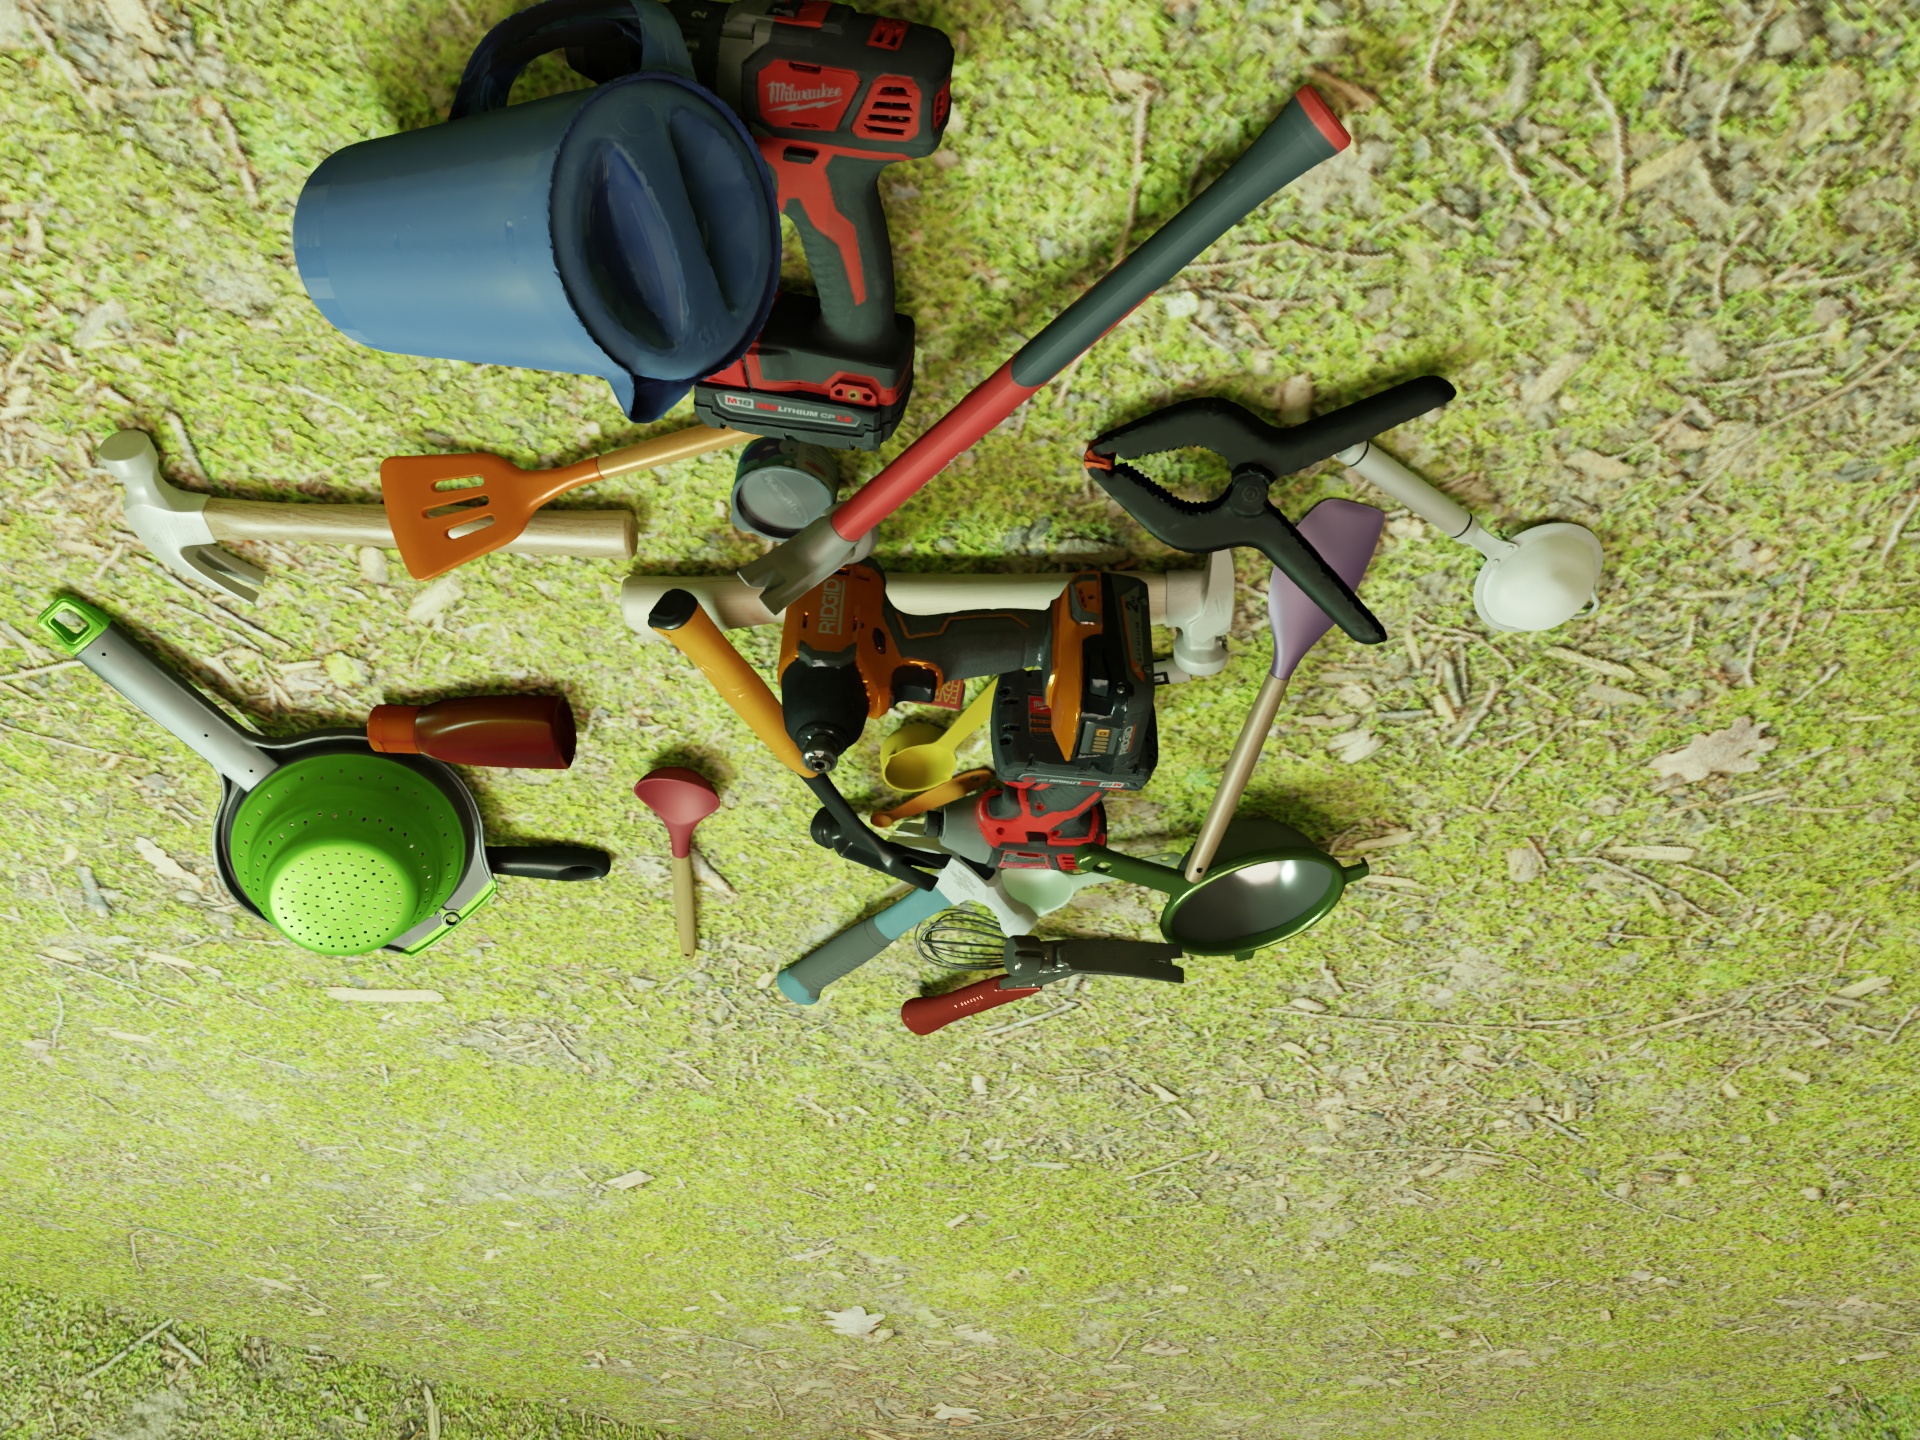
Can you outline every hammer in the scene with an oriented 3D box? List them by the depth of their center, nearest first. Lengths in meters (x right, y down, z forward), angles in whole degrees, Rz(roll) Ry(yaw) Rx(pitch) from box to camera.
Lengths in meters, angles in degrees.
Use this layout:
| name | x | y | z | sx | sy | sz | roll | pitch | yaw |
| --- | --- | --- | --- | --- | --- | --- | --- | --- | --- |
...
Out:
| name | x | y | z | sx | sy | sz | roll | pitch | yaw |
| --- | --- | --- | --- | --- | --- | --- | --- | --- | --- |
| hammer | 0.037 | -0.188 | 0.844 | 0.386 | 0.143 | 0.038 | -37 | 96 | 27 |
| hammer | -0.379 | -0.126 | 1.047 | 0.331 | 0.031 | 0.130 | 3 | 141 | 1 |
| hammer | -0.025 | -0.089 | 1.059 | 0.410 | 0.038 | 0.146 | 0 | 140 | 5 |
| hammer | -0.120 | 0.019 | 1.142 | 0.127 | 0.034 | 0.336 | 18 | 156 | 34 |
| hammer | 0.043 | 0.233 | 1.374 | 0.149 | 0.037 | 0.359 | 7 | 160 | -22 |
| hammer | -0.070 | 0.183 | 1.375 | 0.128 | 0.033 | 0.331 | 48 | 138 | -4 |

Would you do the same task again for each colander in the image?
| name | x | y | z | sx | sy | sz | roll | pitch | yaw |
| --- | --- | --- | --- | --- | --- | --- | --- | --- | --- |
| colander | -0.526 | 0.062 | 1.201 | 0.204 | 0.095 | 0.396 | -38 | 120 | 6 |

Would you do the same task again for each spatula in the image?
| name | x | y | z | sx | sy | sz | roll | pitch | yaw |
| --- | --- | --- | --- | --- | --- | --- | --- | --- | --- |
| spatula | -0.202 | -0.161 | 0.977 | 0.322 | 0.041 | 0.081 | -13 | 95 | 15 |
| spatula | 0.207 | -0.011 | 1.087 | 0.059 | 0.018 | 0.315 | 11 | 123 | -8 |

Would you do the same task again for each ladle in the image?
| name | x | y | z | sx | sy | sz | roll | pitch | yaw |
| --- | --- | --- | --- | --- | --- | --- | --- | --- | --- |
| ladle | -0.236 | 0.127 | 1.355 | 0.069 | 0.031 | 0.315 | 8 | 143 | -1 |

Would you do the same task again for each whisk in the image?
| name | x | y | z | sx | sy | sz | roll | pitch | yaw |
| --- | --- | --- | --- | --- | --- | --- | --- | --- | --- |
| whisk | -0.444 | 0.114 | 1.337 | 0.295 | 0.073 | 0.073 | 4 | 142 | -10 |
| whisk | 0.076 | 0.203 | 1.413 | 0.239 | 0.055 | 0.055 | 8 | 141 | -13 |

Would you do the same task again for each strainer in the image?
| name | x | y | z | sx | sy | sz | roll | pitch | yaw |
| --- | --- | --- | --- | --- | --- | --- | --- | --- | --- |
| strainer | 0.320 | -0.115 | 0.996 | 0.258 | 0.050 | 0.087 | 28 | 120 | -23 |
| strainer | 0.183 | 0.110 | 1.240 | 0.256 | 0.069 | 0.151 | 17 | 133 | -34 |

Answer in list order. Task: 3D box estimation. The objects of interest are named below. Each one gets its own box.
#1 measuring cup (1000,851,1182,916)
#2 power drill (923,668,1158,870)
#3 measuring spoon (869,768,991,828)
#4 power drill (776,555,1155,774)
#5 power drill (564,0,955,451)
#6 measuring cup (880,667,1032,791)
| name | x | y | z | sx | sy | sz | roll | pitch | yaw |
| --- | --- | --- | --- | --- | --- | --- | --- | --- | --- |
| measuring cup | 0.099 | 0.116 | 1.307 | 0.167 | 0.038 | 0.083 | -13 | 139 | 12 |
| power drill | 0.056 | 0.048 | 1.174 | 0.143 | 0.079 | 0.219 | 4 | 152 | -9 |
| measuring spoon | -0.024 | 0.060 | 1.268 | 0.117 | 0.011 | 0.021 | -25 | 132 | 26 |
| power drill | 0.001 | -0.028 | 0.978 | 0.226 | 0.164 | 0.084 | 5 | 138 | -2 |
| power drill | -0.103 | -0.261 | 0.822 | 0.188 | 0.080 | 0.226 | 10 | 138 | 4 |
| measuring cup | -0.002 | -0.004 | 1.179 | 0.062 | 0.029 | 0.156 | 22 | 127 | -37 |
